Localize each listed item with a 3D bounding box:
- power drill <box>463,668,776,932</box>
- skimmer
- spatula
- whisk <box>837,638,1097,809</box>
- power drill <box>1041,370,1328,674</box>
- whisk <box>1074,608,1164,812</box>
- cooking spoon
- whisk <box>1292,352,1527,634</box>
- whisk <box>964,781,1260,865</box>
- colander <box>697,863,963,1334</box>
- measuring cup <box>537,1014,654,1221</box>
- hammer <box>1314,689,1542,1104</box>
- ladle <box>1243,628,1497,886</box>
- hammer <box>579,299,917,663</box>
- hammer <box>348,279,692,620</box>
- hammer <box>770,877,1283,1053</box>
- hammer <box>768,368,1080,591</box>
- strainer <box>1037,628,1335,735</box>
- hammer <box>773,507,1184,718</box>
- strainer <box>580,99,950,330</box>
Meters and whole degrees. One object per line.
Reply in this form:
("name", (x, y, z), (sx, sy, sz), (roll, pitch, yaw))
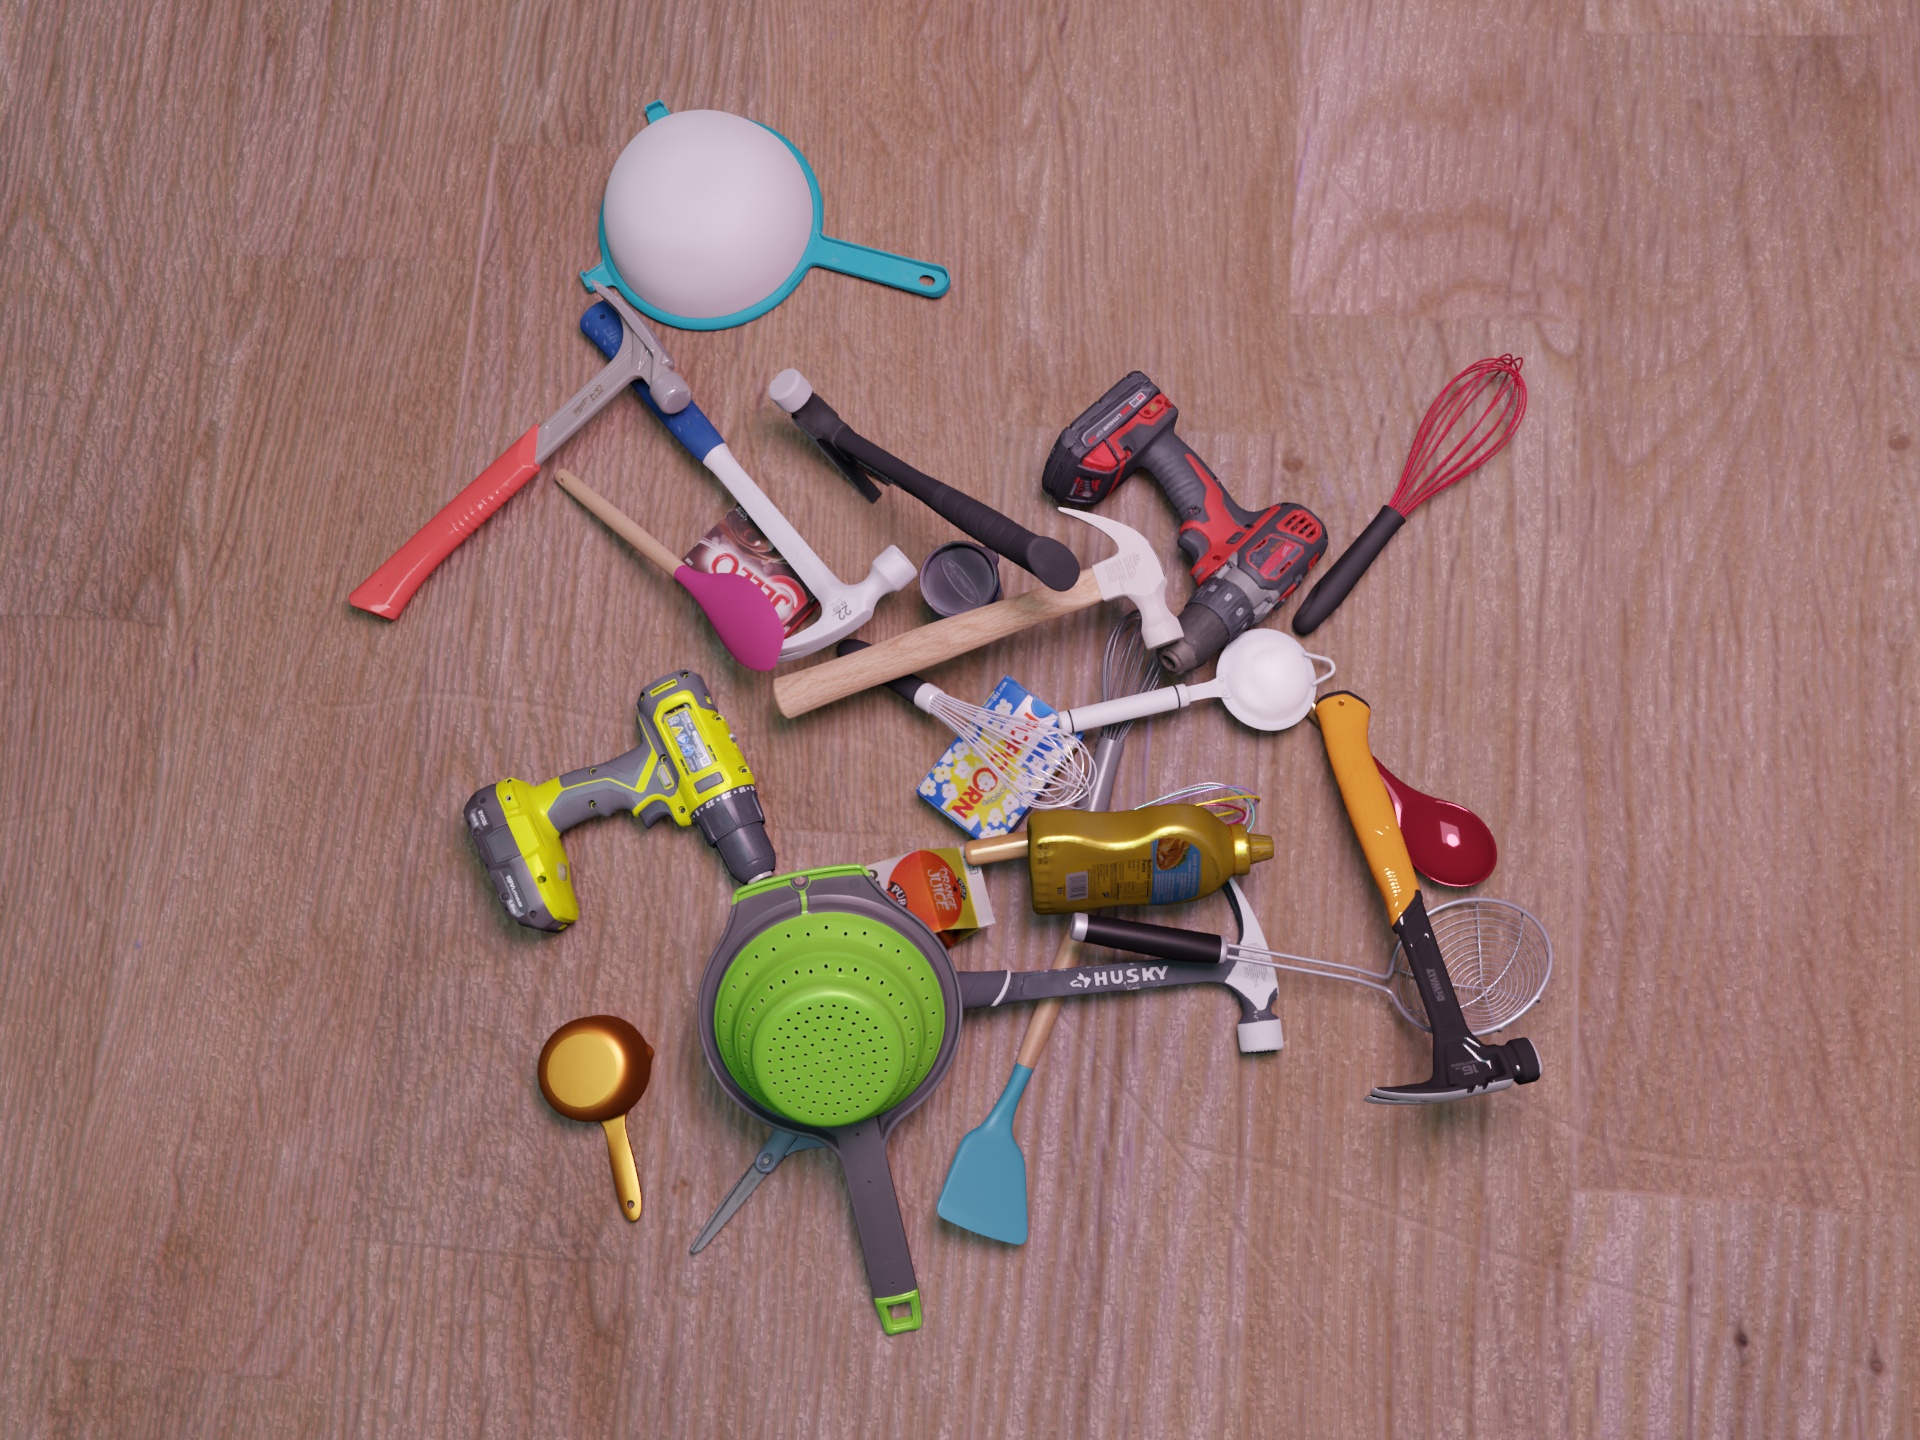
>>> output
("power drill", (-0.281, 0.087, 1.346), (0.228, 0.080, 0.191), (-27, 79, -2))
("skimmer", (0.271, 0.172, 1.243), (0.363, 0.090, 0.127), (10, 47, -4))
("spatula", (0.068, 0.260, 1.298), (0.082, 0.044, 0.317), (25, 81, -16))
("whisk", (-0.002, -0.005, 1.306), (0.285, 0.070, 0.070), (31, 84, 33))
("power drill", (0.172, -0.160, 1.323), (0.227, 0.080, 0.188), (43, 68, 8))
("whisk", (0.126, 0.019, 1.333), (0.055, 0.055, 0.239), (16, 86, 8))
("cooking spoon", (-0.254, -0.138, 1.357), (0.319, 0.017, 0.068), (38, 120, 31))
("whisk", (0.378, -0.189, 1.339), (0.073, 0.073, 0.296), (39, 91, 10))
("whisk", (0.125, 0.090, 1.297), (0.245, 0.047, 0.051), (-10, 100, 0))
("colander", (-0.082, 0.312, 1.207), (0.204, 0.094, 0.397), (-12, 104, -1))
("measuring cup", (-0.296, 0.329, 1.316), (0.095, 0.052, 0.174), (-17, 77, 2))
("hammer", (0.329, 0.127, 1.227), (0.127, 0.034, 0.337), (-10, 62, -4))
("ladle", (0.319, 0.016, 1.323), (0.069, 0.031, 0.315), (-39, 77, -12))
("hammer", (-0.212, -0.220, 1.377), (0.144, 0.035, 0.406), (-40, 69, 0))
("hammer", (-0.405, -0.223, 1.404), (0.359, 0.036, 0.149), (-40, 68, 7))
("hammer", (0.052, 0.208, 1.275), (0.409, 0.036, 0.149), (-4, 77, -7))
("hammer", (-0.022, -0.179, 1.268), (0.035, 0.146, 0.335), (-50, 48, -3))
("strainer", (0.189, -0.021, 1.300), (0.258, 0.050, 0.087), (-13, 79, -4))
("hammer", (0.003, -0.073, 1.281), (0.331, 0.031, 0.130), (-19, 86, 11))
("strainer", (-0.174, -0.447, 1.416), (0.340, 0.095, 0.211), (18, 82, 10))
